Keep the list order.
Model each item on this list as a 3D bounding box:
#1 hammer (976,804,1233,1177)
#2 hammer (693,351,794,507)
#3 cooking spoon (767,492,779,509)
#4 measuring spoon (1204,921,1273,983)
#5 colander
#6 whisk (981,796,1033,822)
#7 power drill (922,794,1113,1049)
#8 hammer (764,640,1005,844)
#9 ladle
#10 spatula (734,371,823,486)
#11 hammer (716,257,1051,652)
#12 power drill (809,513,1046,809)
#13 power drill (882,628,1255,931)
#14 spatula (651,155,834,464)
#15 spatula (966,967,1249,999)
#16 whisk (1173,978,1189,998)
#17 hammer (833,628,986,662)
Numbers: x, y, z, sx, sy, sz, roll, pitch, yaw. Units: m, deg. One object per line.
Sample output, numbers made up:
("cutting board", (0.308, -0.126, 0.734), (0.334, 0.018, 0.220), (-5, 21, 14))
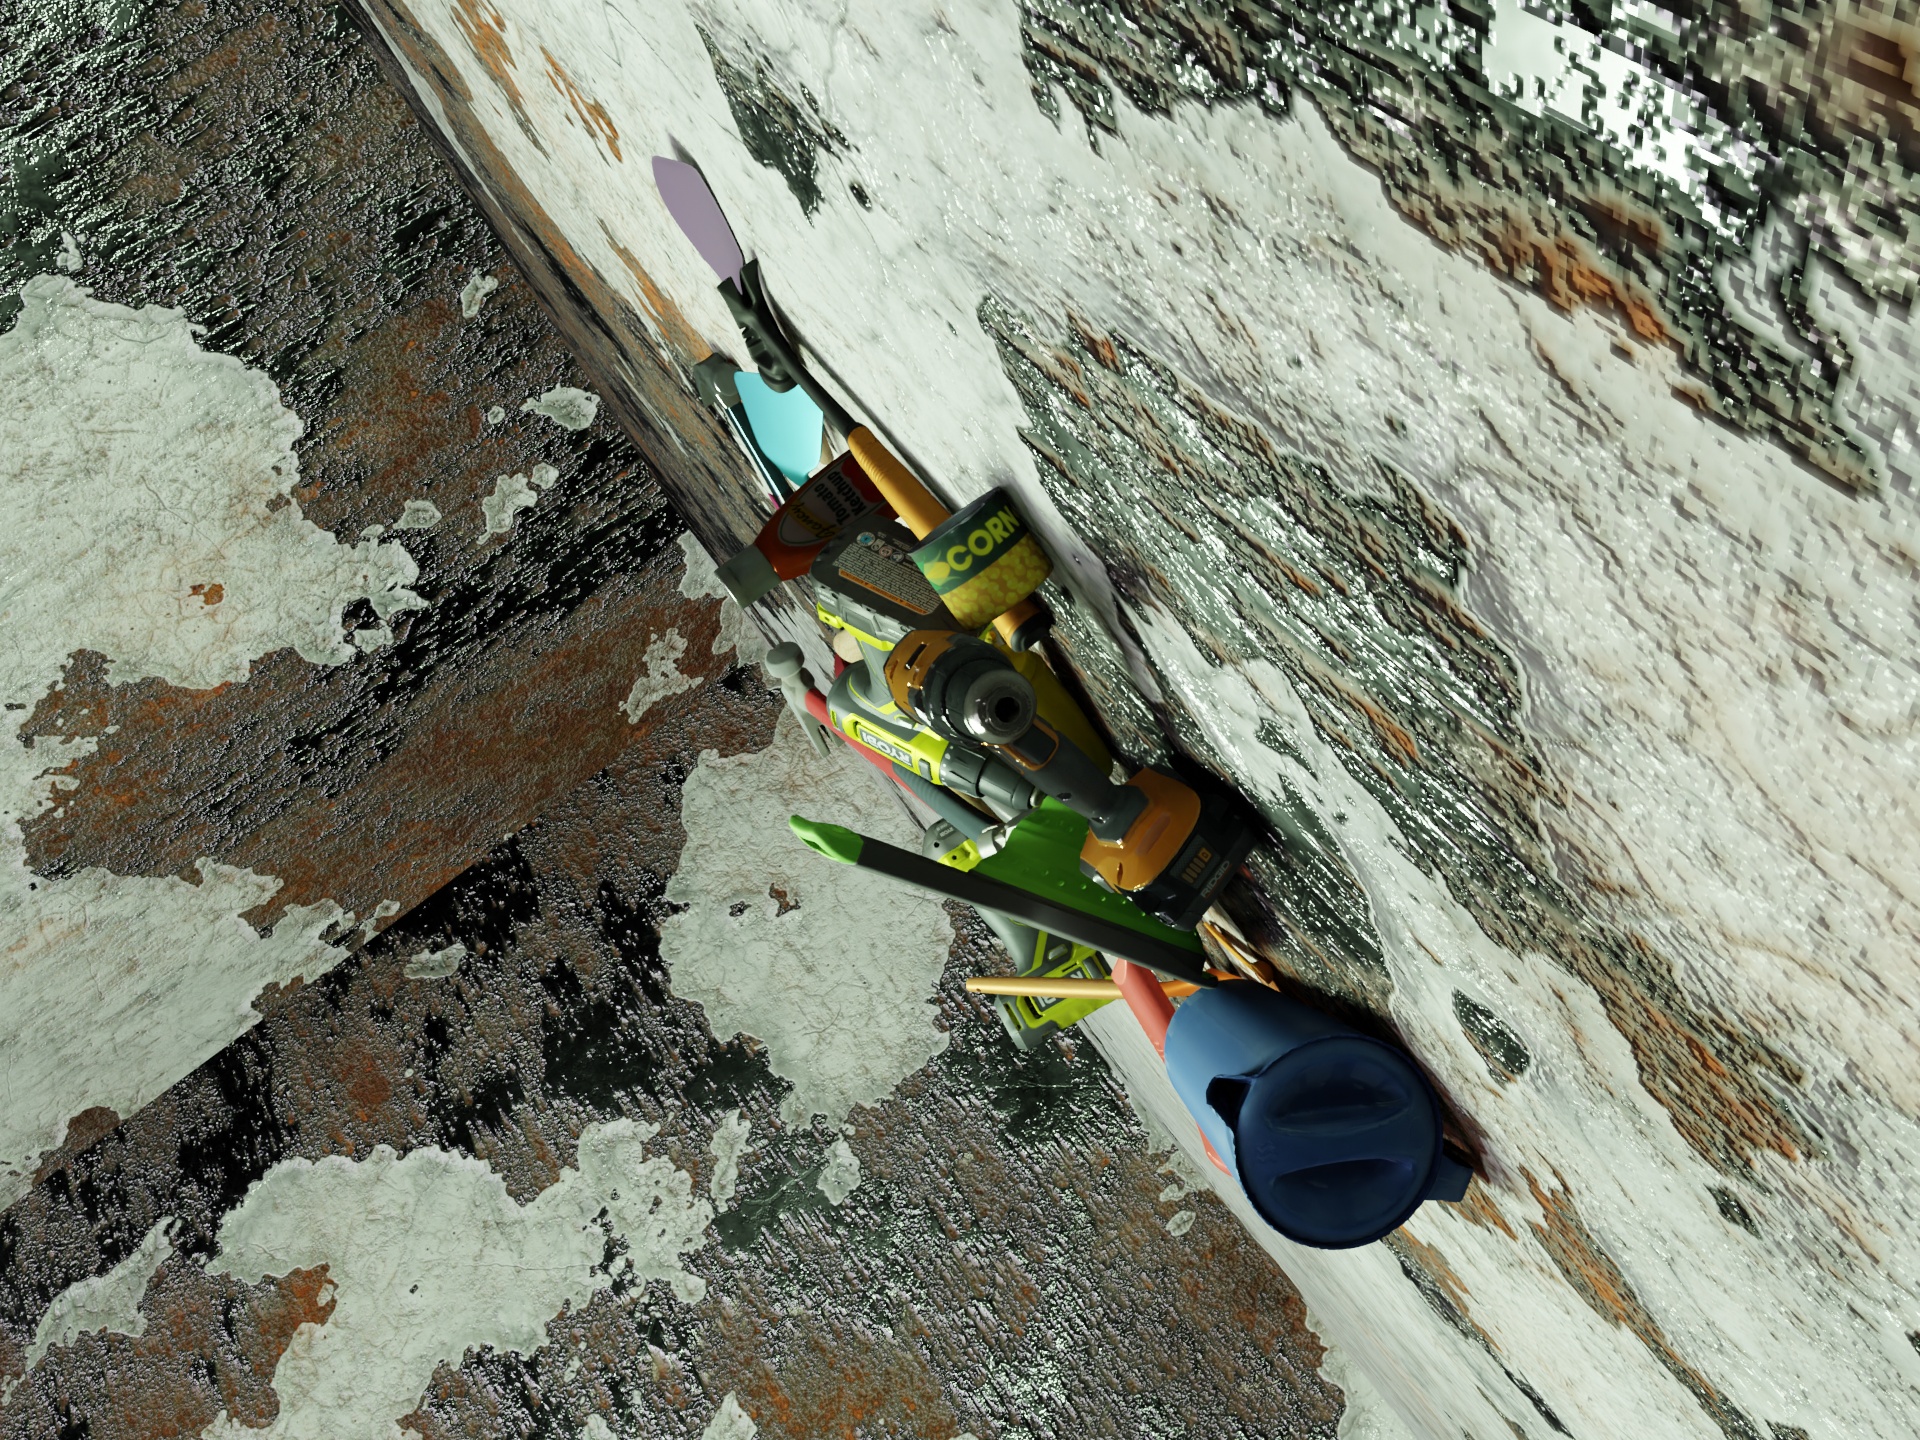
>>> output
("hammer", (0.155, 0.219, 1.281), (0.149, 0.037, 0.359), (-18, 108, 45))
("hammer", (-0.173, -0.219, 1.592), (0.330, 0.033, 0.128), (61, 170, -29))
("cooking spoon", (-0.137, -0.169, 1.737), (0.319, 0.017, 0.068), (47, 172, 43))
("measuring spoon", (0.210, 0.172, 1.205), (0.021, 0.011, 0.117), (49, 178, -17))
("colander", (0.046, 0.087, 1.065), (0.205, 0.094, 0.396), (16, 174, 44))
("whisk", (0.087, 0.118, 1.449), (0.239, 0.055, 0.055), (40, 168, 28))
("power drill", (0.077, 0.174, 1.502), (0.223, 0.171, 0.080), (59, 177, 20))
("hammer", (-0.053, 0.052, 1.473), (0.387, 0.038, 0.143), (35, 158, 46))
("ladle", (-0.028, 0.035, 1.489), (0.316, 0.031, 0.069), (45, -175, 31))
("spatula", (-0.101, -0.186, 1.348), (0.082, 0.044, 0.317), (15, 164, 24))
("hammer", (-0.052, -0.176, 1.090), (0.337, 0.034, 0.127), (50, 173, 22))
("power drill", (-0.022, -0.031, 1.192), (0.191, 0.080, 0.228), (27, 151, 23))
("power drill", (0.064, 0.029, 0.930), (0.226, 0.084, 0.185), (38, 177, -15))
("spatula", (-0.155, -0.299, 1.200), (0.060, 0.018, 0.315), (24, 159, 30))
("spatula", (0.134, 0.236, 1.358), (0.323, 0.041, 0.081), (-5, 127, 36))
("whisk", (0.162, 0.181, 1.355), (0.295, 0.073, 0.073), (49, 175, -21))
("hammer", (-0.071, -0.086, 1.370), (0.130, 0.031, 0.331), (44, 167, -7))
